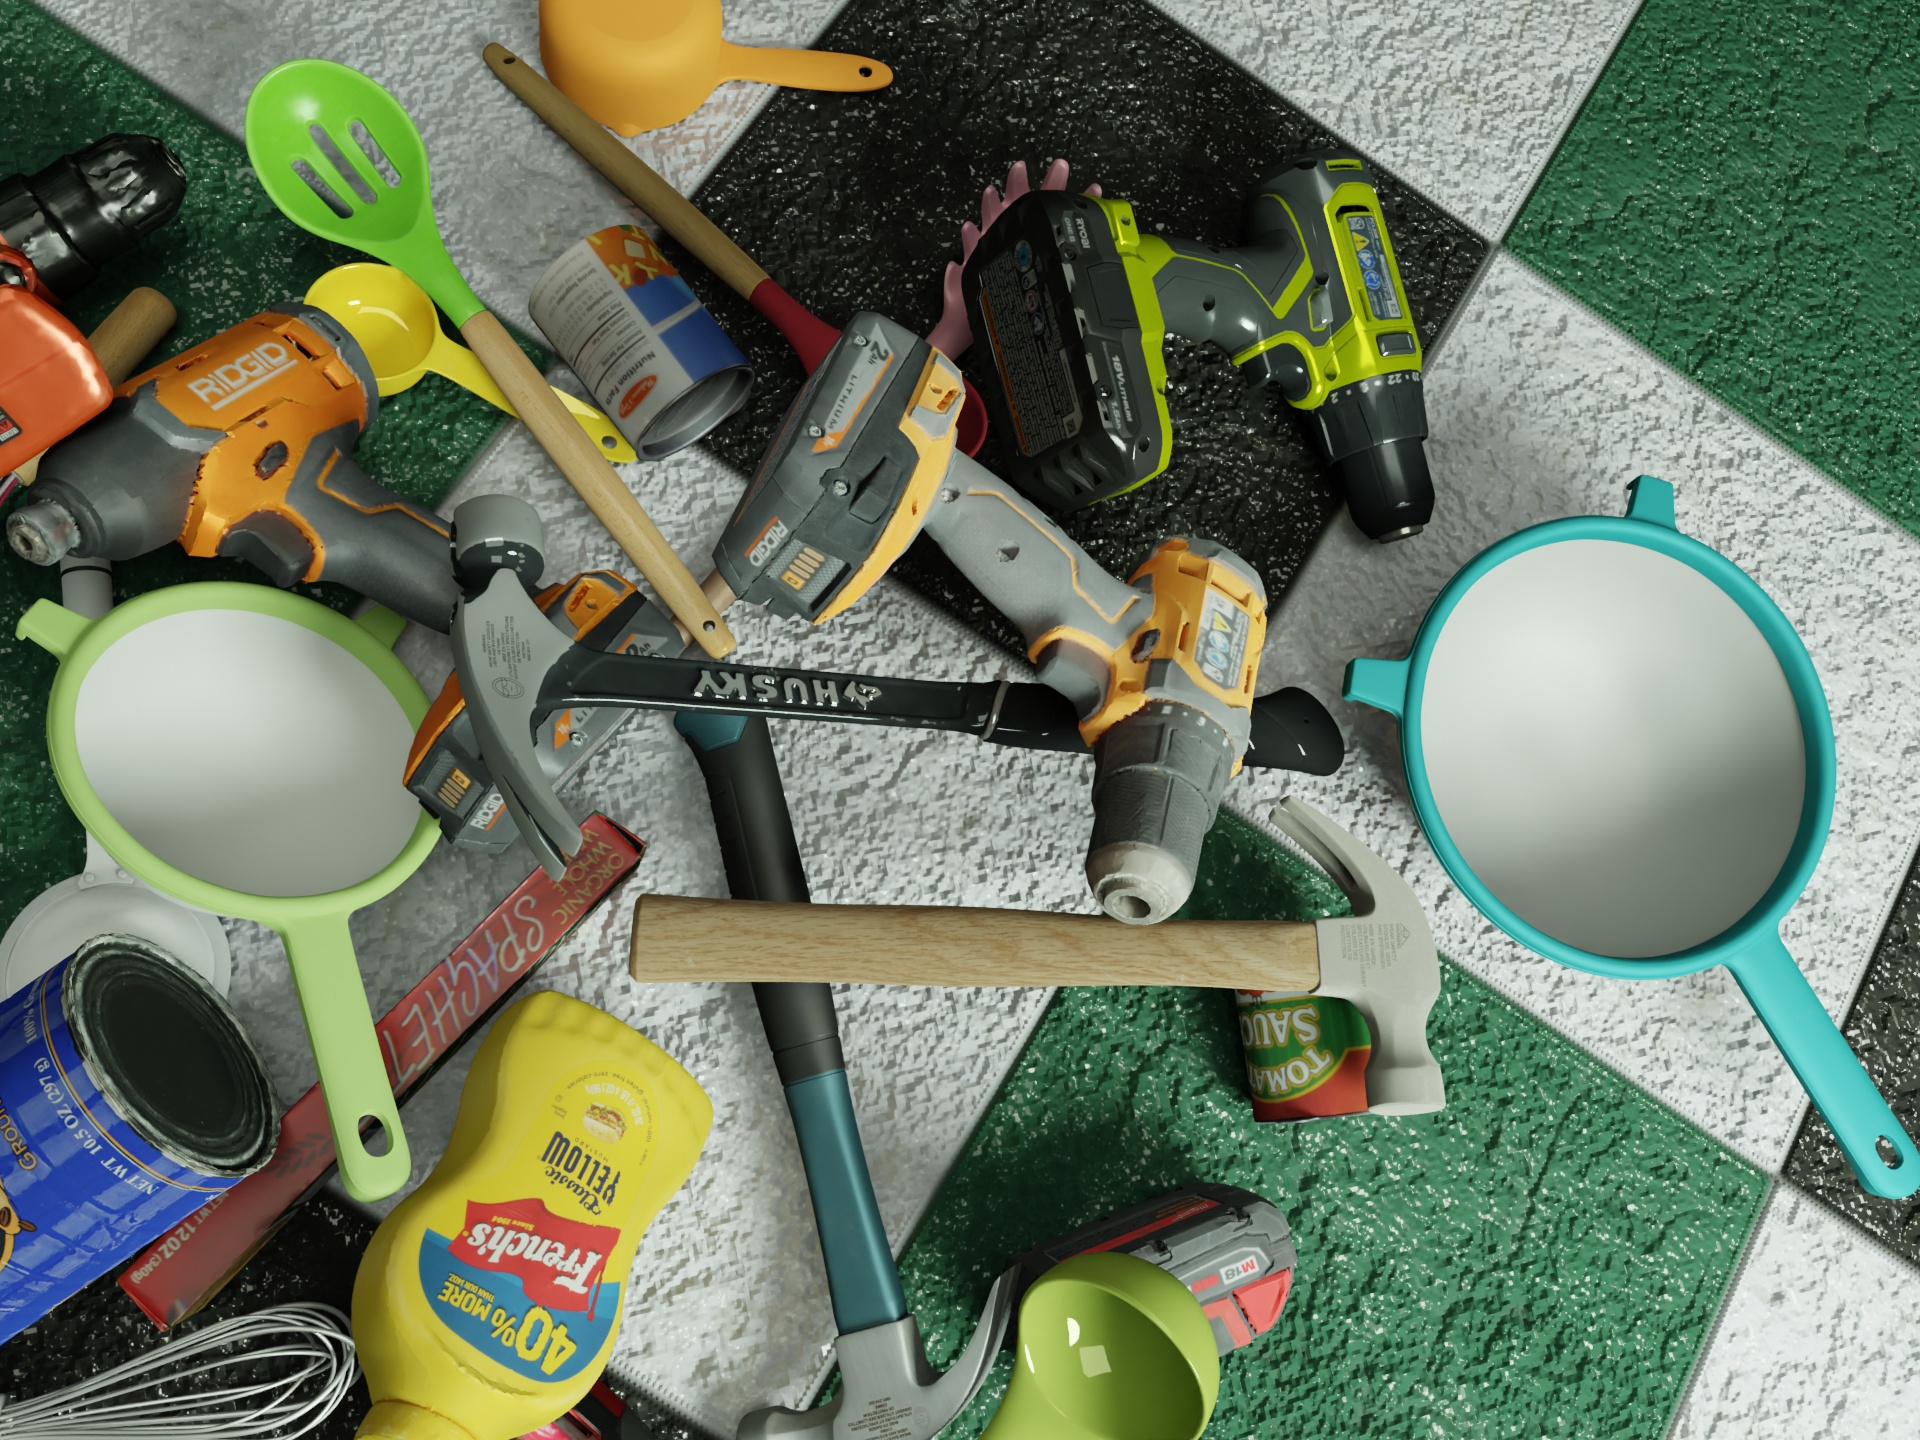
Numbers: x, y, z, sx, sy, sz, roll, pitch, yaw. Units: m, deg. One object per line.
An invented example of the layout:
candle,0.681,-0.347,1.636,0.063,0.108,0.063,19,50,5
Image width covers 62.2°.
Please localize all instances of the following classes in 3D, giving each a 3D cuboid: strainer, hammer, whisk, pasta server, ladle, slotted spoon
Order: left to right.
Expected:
whisk,-0.411,-0.086,0.663,0.047,0.051,0.245,40,68,-23
whisk,-0.349,0.261,0.592,0.246,0.059,0.058,-9,41,-9
strainer,-0.350,0.036,0.645,0.087,0.050,0.258,-7,76,-17
strainer,-0.268,0.069,0.621,0.151,0.069,0.256,-4,64,-46
slotted spoon,-0.199,-0.153,0.698,0.070,0.031,0.314,-38,92,-12
ladle,-0.112,-0.216,0.738,0.315,0.031,0.069,43,66,9
hammer,-0.066,0.137,0.669,0.128,0.033,0.331,-19,76,12
pasta server,-0.040,-0.145,0.749,0.060,0.040,0.316,38,74,6
ladle,-0.030,0.318,0.591,0.320,0.062,0.078,-45,81,4
hammer,-0.001,-0.002,0.663,0.408,0.036,0.149,5,56,-29
hammer,0.034,0.091,0.650,0.331,0.031,0.130,3,68,-8
strainer,0.324,0.070,0.749,0.211,0.095,0.340,-31,88,-14

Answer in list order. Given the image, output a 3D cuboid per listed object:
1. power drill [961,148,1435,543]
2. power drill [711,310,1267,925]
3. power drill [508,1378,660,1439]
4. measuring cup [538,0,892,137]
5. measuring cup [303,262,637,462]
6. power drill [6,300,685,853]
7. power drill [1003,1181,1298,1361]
power drill,0.127,-0.167,0.747,0.228,0.080,0.190,-13,87,-32
power drill,0.020,-0.037,0.626,0.226,0.084,0.185,32,47,-15
power drill,-0.205,0.340,0.590,0.143,0.078,0.220,42,70,0
measuring cup,-0.116,-0.333,0.767,0.173,0.052,0.095,3,77,-9
measuring cup,-0.221,-0.152,0.724,0.156,0.029,0.062,26,68,-15
power drill,-0.241,-0.054,0.630,0.226,0.084,0.164,41,41,-6
power drill,0.128,0.314,0.664,0.188,0.080,0.227,-17,84,-15
